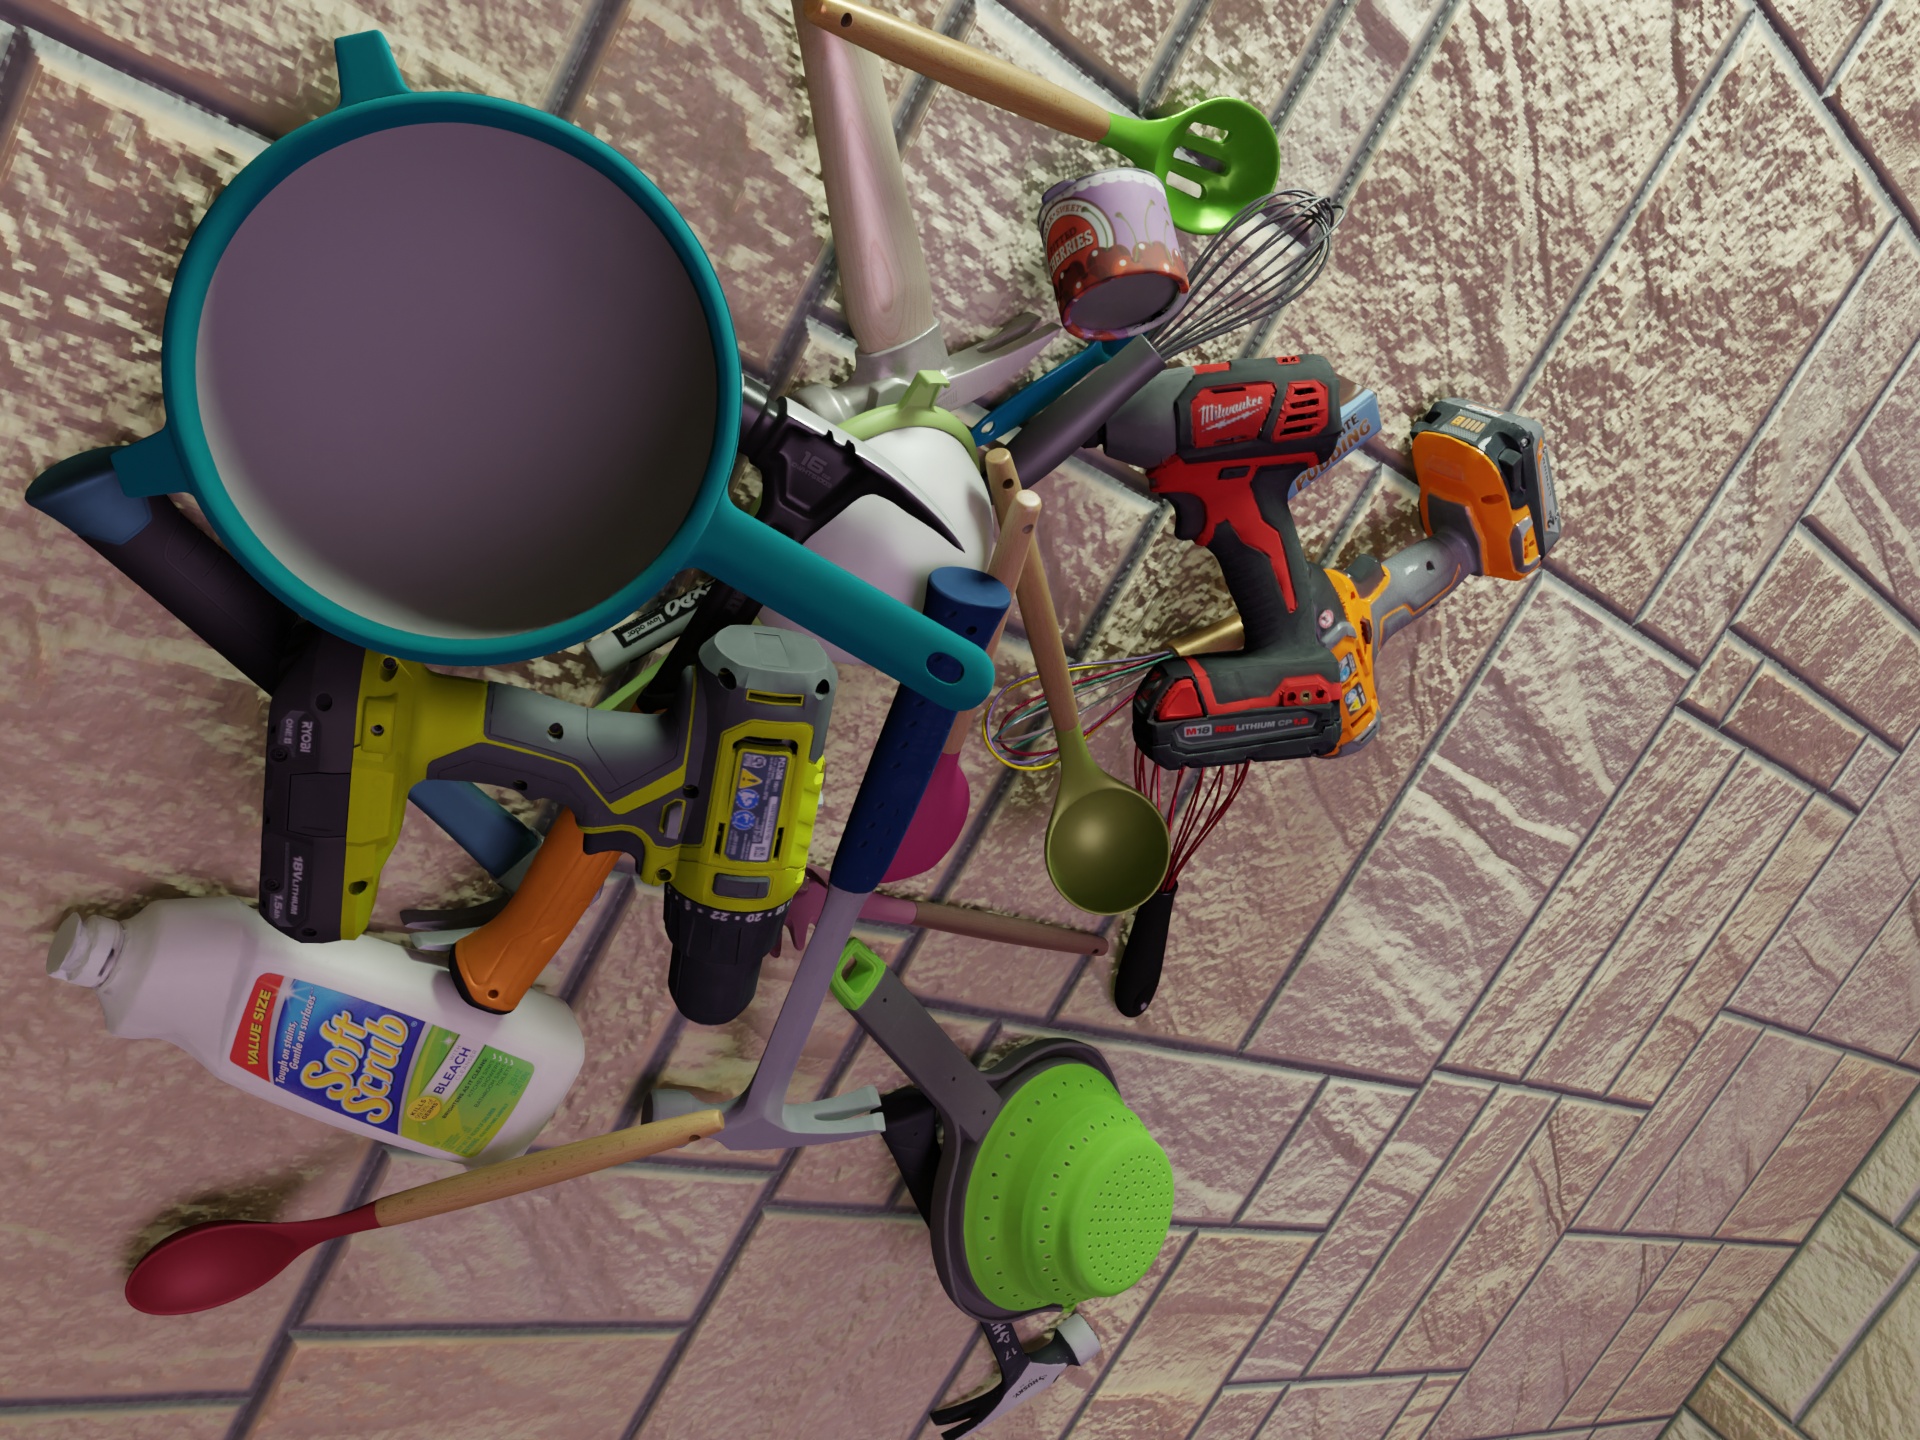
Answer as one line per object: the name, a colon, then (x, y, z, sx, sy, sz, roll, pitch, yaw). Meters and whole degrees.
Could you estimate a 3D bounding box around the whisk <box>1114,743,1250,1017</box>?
whisk: (0.138, 0.095, 1.069, 0.073, 0.073, 0.295, -16, 133, -28)

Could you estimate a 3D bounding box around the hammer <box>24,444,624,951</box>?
hammer: (-0.273, -0.002, 0.724, 0.128, 0.033, 0.330, -43, 134, -7)

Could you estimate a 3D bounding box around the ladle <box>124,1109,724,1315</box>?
ladle: (-0.272, 0.245, 0.812, 0.315, 0.031, 0.069, -16, 139, 3)

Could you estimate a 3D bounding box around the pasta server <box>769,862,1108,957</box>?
pasta server: (-0.010, 0.129, 0.995, 0.316, 0.040, 0.060, 17, 122, -43)

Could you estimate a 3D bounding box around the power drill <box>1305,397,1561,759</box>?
power drill: (0.275, -0.102, 1.010, 0.226, 0.084, 0.164, -43, 133, -13)

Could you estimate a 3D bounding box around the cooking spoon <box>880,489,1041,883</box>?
cooking spoon: (-0.001, -0.003, 0.861, 0.068, 0.017, 0.318, -13, 145, -25)

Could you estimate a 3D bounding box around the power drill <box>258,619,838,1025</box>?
power drill: (-0.177, 0.046, 0.695, 0.228, 0.080, 0.190, 6, 114, -17)

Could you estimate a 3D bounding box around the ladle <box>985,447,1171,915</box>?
ladle: (0.059, -0.010, 0.867, 0.078, 0.062, 0.319, -26, 134, -9)

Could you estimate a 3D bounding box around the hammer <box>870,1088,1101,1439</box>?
hammer: (0.002, 0.406, 1.183, 0.149, 0.036, 0.408, -31, 131, -15)

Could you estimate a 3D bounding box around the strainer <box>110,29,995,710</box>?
strainer: (-0.138, -0.100, 0.647, 0.340, 0.095, 0.211, 30, 94, -11)

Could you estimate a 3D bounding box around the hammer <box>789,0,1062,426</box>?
hammer: (-0.050, -0.317, 0.682, 0.146, 0.038, 0.410, -29, 131, -20)

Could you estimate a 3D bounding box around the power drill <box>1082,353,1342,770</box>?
power drill: (0.143, -0.089, 0.894, 0.143, 0.078, 0.219, -5, 102, -1)

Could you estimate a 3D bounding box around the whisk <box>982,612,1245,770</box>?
whisk: (0.115, -0.026, 0.983, 0.245, 0.047, 0.051, -23, 145, -27)

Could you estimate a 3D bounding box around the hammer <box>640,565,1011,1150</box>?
hammer: (-0.056, 0.095, 0.859, 0.144, 0.035, 0.405, 8, 125, -23)

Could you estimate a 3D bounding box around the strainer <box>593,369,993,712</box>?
strainer: (-0.076, -0.046, 0.783, 0.256, 0.069, 0.151, -38, 153, -10)

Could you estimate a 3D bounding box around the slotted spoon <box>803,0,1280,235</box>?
slotted spoon: (0.049, -0.288, 0.747, 0.313, 0.031, 0.070, -1, 124, -46)

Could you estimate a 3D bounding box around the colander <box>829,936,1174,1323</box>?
colander: (0.043, 0.277, 1.055, 0.204, 0.094, 0.396, -55, 130, -25)

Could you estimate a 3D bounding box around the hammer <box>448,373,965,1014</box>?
hammer: (-0.137, 0.010, 0.746, 0.127, 0.034, 0.337, 29, 107, -23)

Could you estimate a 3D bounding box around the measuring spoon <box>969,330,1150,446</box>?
measuring spoon: (0.051, -0.190, 0.854, 0.128, 0.021, 0.042, -35, 148, 0)

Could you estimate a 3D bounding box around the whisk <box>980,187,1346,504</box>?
whisk: (0.101, -0.192, 0.834, 0.239, 0.055, 0.055, -39, 135, 13)
